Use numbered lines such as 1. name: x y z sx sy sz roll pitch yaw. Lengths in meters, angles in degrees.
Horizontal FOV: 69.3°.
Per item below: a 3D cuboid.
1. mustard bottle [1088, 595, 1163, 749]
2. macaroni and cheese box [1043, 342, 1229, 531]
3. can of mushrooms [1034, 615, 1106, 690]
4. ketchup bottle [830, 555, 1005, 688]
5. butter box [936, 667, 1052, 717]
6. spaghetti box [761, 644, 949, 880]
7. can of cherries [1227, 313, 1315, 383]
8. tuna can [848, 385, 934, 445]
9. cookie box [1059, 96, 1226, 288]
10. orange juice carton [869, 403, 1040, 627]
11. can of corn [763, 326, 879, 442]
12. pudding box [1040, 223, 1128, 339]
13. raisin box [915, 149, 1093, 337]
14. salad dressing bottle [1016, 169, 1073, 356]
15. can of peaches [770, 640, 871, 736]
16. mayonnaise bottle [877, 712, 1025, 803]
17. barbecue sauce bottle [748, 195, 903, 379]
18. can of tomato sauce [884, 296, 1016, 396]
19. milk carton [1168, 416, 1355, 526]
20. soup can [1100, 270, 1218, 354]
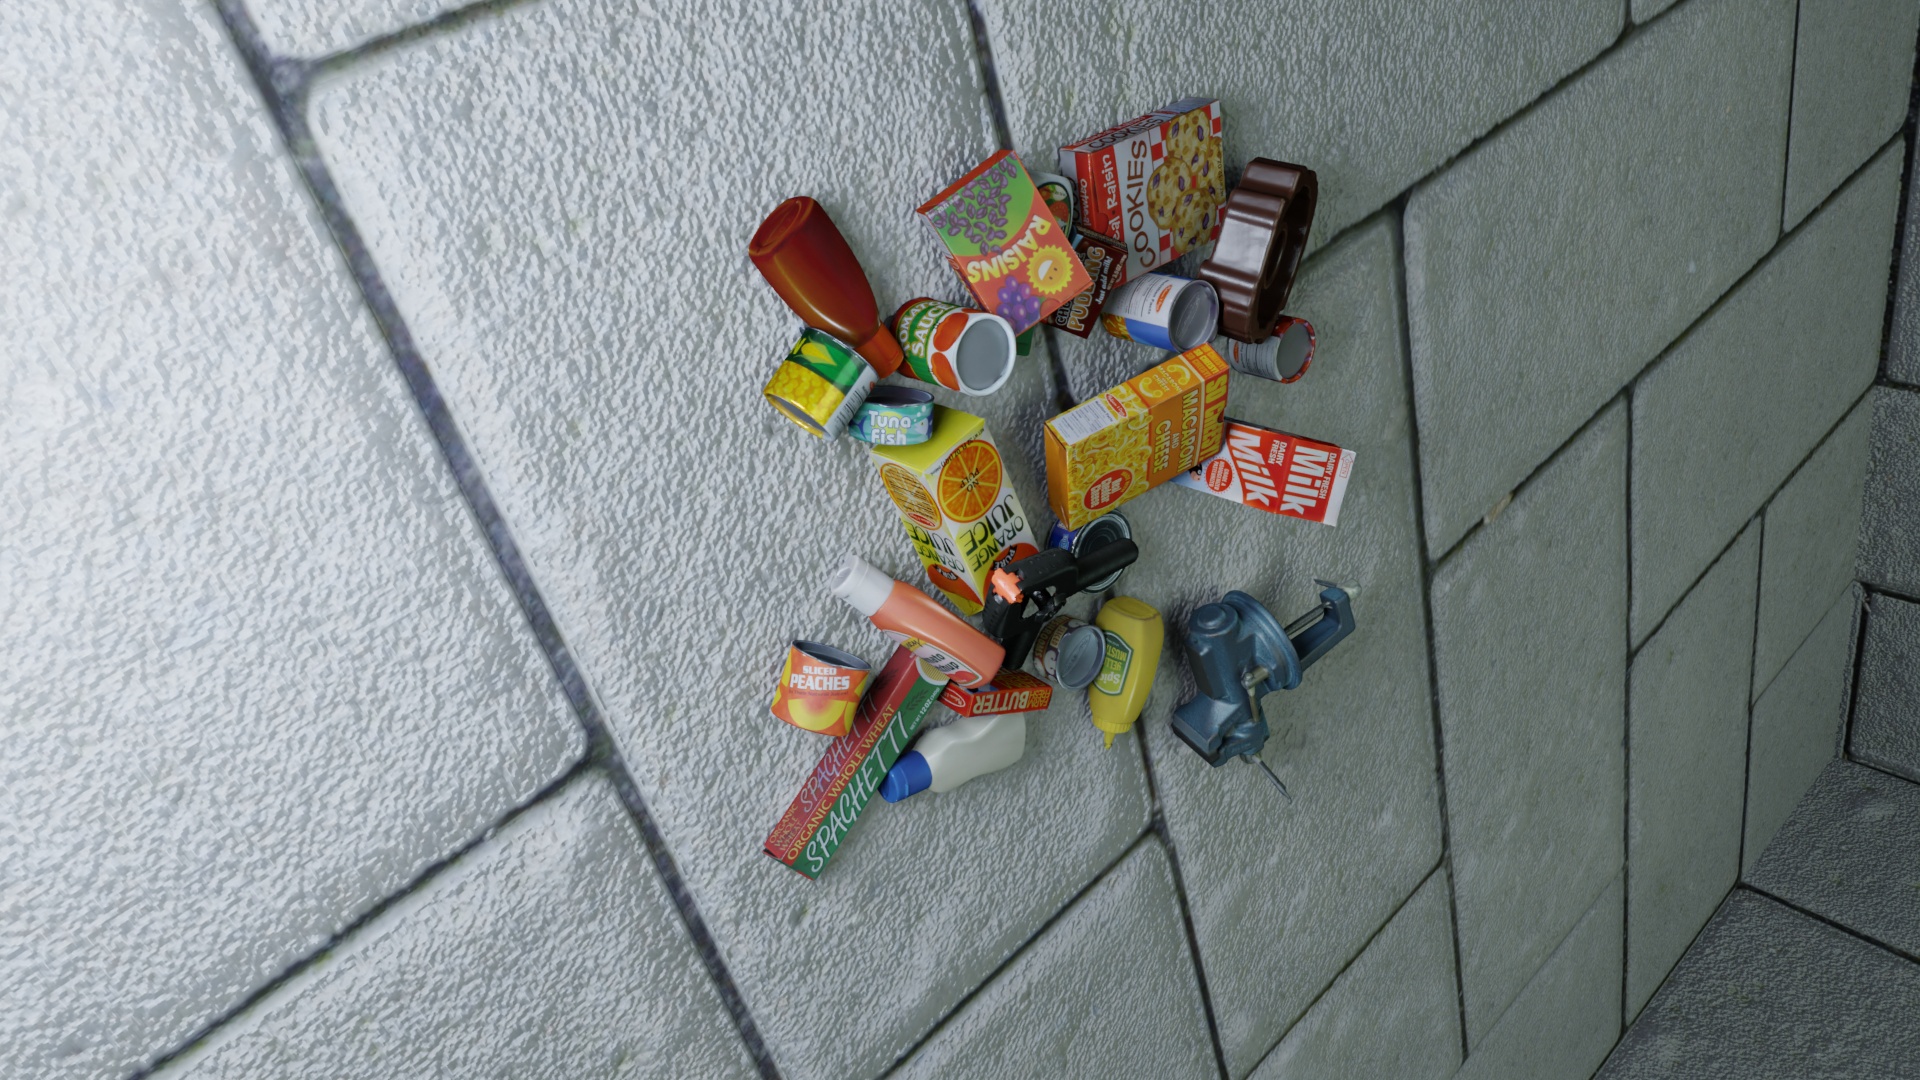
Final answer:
1. mustard bottle: 0.156 0.137 1.355 0.049 0.065 0.159 -13 118 -43
2. macaroni and cheese box: 0.156 -0.090 1.227 0.167 0.040 0.123 -27 148 -12
3. can of mushrooms: 0.103 0.105 1.314 0.071 0.033 0.070 -17 117 -37
4. ketchup bottle: -0.036 0.066 1.134 0.148 0.064 0.044 36 67 -19
5. butter box: 0.029 0.135 1.245 0.104 0.053 0.024 1 107 -42
6. spaghetti box: -0.076 0.171 1.181 0.250 0.029 0.050 -56 132 -12
7. can of cherries: 0.310 -0.194 1.374 0.072 0.058 0.071 -16 116 -37
8. tuna can: -0.054 -0.096 1.073 0.071 0.071 0.032 -12 114 -39
9. cookie box: 0.164 -0.304 1.213 0.168 0.040 0.122 -30 124 -31
10. orange juice carton: 0.004 -0.014 1.154 0.072 0.073 0.191 -42 130 -23
11. can of corn: -0.105 -0.115 1.025 0.071 0.071 0.058 42 77 -43
12. pudding box: 0.101 -0.217 1.165 0.050 0.030 0.083 20 118 -11
13. raisin box: 0.035 -0.230 1.087 0.086 0.040 0.123 -36 113 -4
14. salad dressing bottle: 0.053 -0.227 1.139 0.064 0.044 0.147 3 103 -34
15. can of peaches: -0.111 0.117 1.101 0.071 0.071 0.058 14 97 -44
16. mayonnaise bottle: -0.008 0.191 1.242 0.149 0.041 0.064 -18 121 -36
17. barbecue sauce bottle: -0.093 -0.180 1.025 0.065 0.043 0.148 -59 135 -22
18. can of tomato sauce: -0.008 -0.152 1.084 0.071 0.083 0.071 -16 116 -37
19. milk carton: 0.279 -0.070 1.299 0.073 0.191 0.072 3 104 -43
20. soup can: 0.177 -0.203 1.233 0.071 0.084 0.071 -17 117 -37
